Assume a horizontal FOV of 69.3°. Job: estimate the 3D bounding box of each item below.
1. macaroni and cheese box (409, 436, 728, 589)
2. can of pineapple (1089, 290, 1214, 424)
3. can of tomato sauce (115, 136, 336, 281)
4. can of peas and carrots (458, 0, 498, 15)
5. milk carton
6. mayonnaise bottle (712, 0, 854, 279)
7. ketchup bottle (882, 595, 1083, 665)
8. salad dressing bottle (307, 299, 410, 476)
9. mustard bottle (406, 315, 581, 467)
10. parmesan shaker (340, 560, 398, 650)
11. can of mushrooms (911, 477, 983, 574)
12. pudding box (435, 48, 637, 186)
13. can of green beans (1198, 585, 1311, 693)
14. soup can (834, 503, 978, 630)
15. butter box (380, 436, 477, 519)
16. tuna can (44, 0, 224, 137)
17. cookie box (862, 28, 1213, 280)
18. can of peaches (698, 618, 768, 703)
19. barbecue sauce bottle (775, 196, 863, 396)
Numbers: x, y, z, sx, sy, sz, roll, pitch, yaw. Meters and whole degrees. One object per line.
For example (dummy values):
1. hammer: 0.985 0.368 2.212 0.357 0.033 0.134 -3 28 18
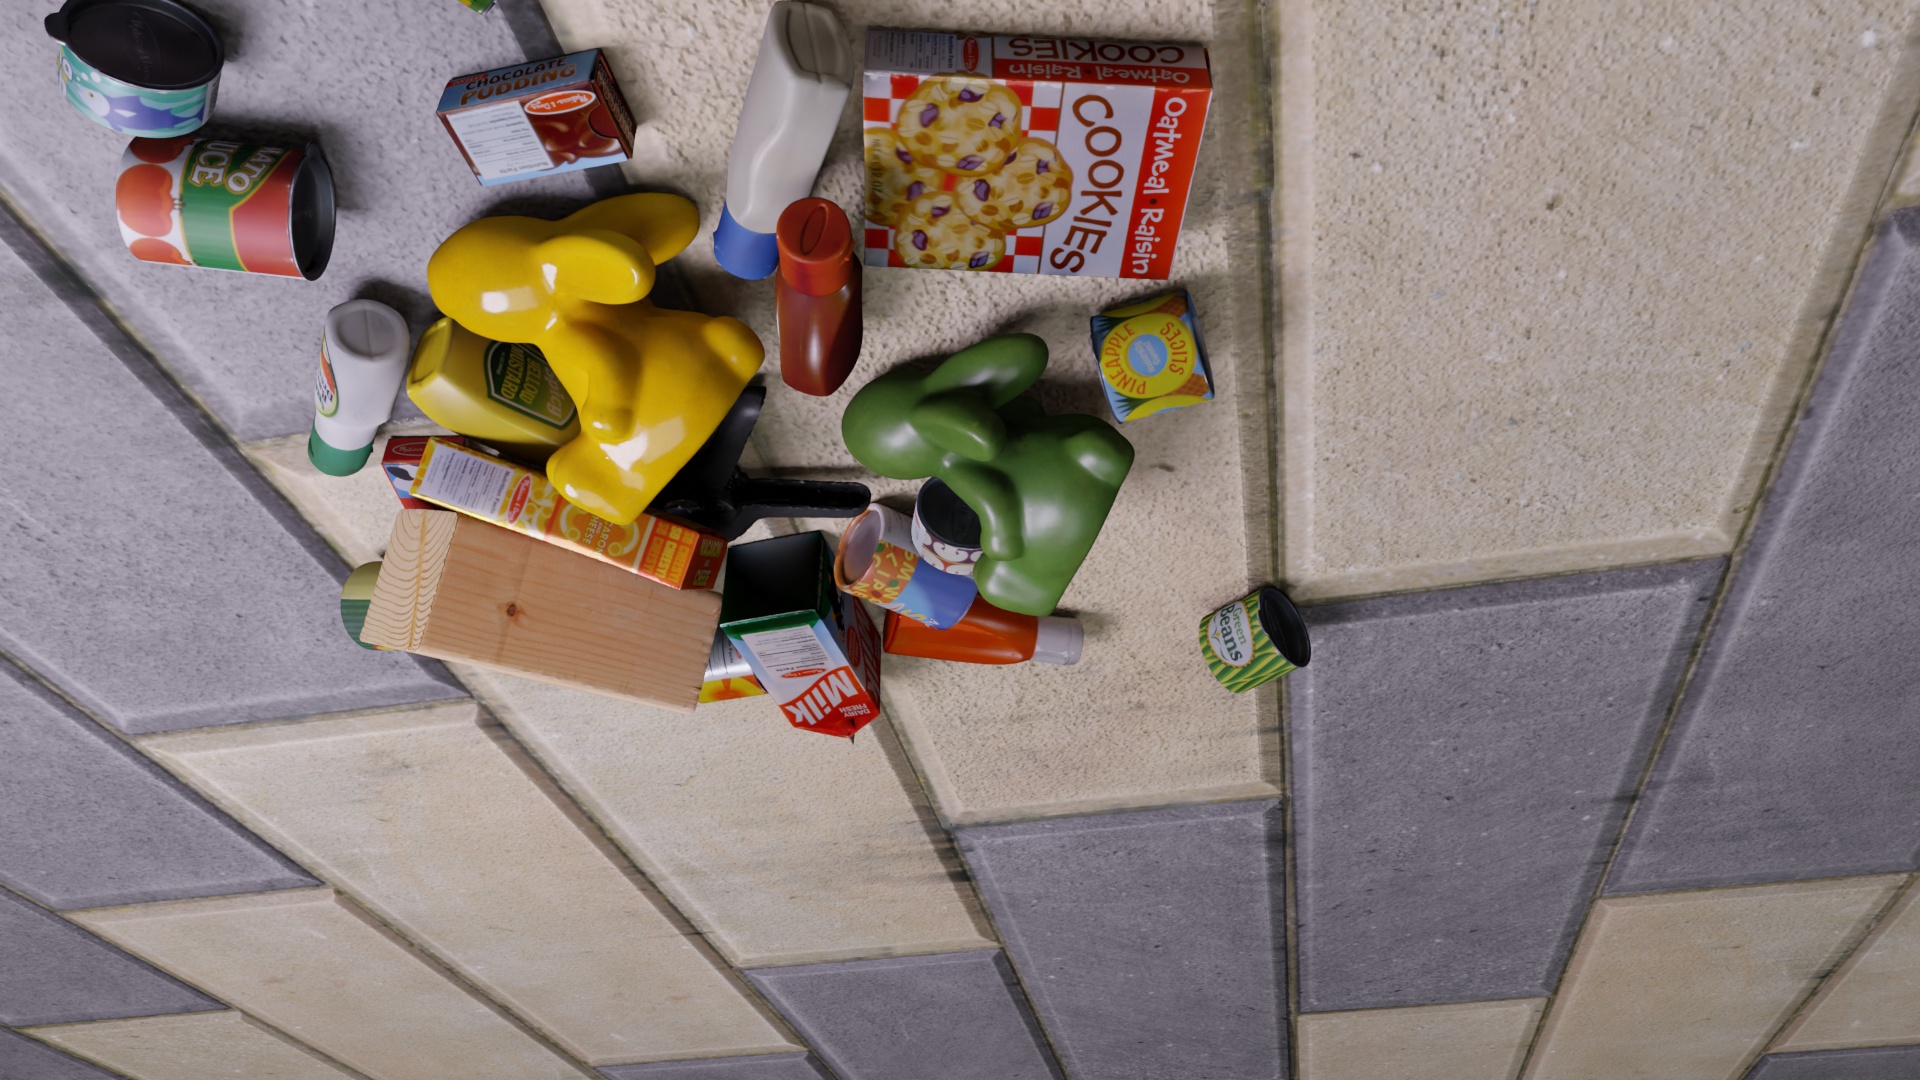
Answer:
1. macaroni and cheese box: -0.235 -0.014 0.860 0.166 0.040 0.123 19 178 -1
2. can of pineapple: 0.111 -0.106 0.805 0.058 0.071 0.070 -14 141 16
3. can of tomato sauce: -0.374 -0.172 0.711 0.083 0.071 0.070 5 143 -7
4. can of peas and carrots: -0.214 -0.265 0.585 0.058 0.071 0.070 26 135 -30
5. milk carton: -0.109 0.080 1.047 0.073 0.073 0.189 -10 141 11
6. mayonnaise bottle: -0.092 -0.192 0.695 0.041 0.065 0.147 0 149 -22
7. ketchup bottle: 0.018 0.069 1.058 0.149 0.044 0.064 8 143 -12
8. salad dressing bottle: -0.364 -0.086 0.833 0.044 0.064 0.147 -4 157 -32
9. mustard bottle: -0.253 -0.077 0.845 0.048 0.065 0.160 -21 145 34
10. parmesan shaker: -0.375 0.045 0.989 0.103 0.071 0.071 -2 145 21
11. can of mushrooms: 0.003 -0.012 0.930 0.071 0.071 0.033 5 143 -8
12. pudding box: -0.210 -0.210 0.694 0.084 0.030 0.049 -8 141 9
13. can of green beans: 0.222 0.076 1.052 0.057 0.071 0.071 -30 134 34
14. soup can: -0.038 0.020 0.971 0.084 0.072 0.071 23 137 -28
15. butter box: -0.346 -0.028 0.937 0.053 0.024 0.103 -1 143 -1
16. tuna can: -0.382 -0.221 0.642 0.071 0.071 0.032 18 139 -24
17. cookie box: 0.035 -0.195 0.711 0.167 0.040 0.122 2 143 -2
18. can of peaches: -0.174 0.090 1.063 0.058 0.071 0.071 -10 142 12
19. barbecue sauce bottle: -0.075 -0.130 0.736 0.044 0.065 0.148 18 164 1
